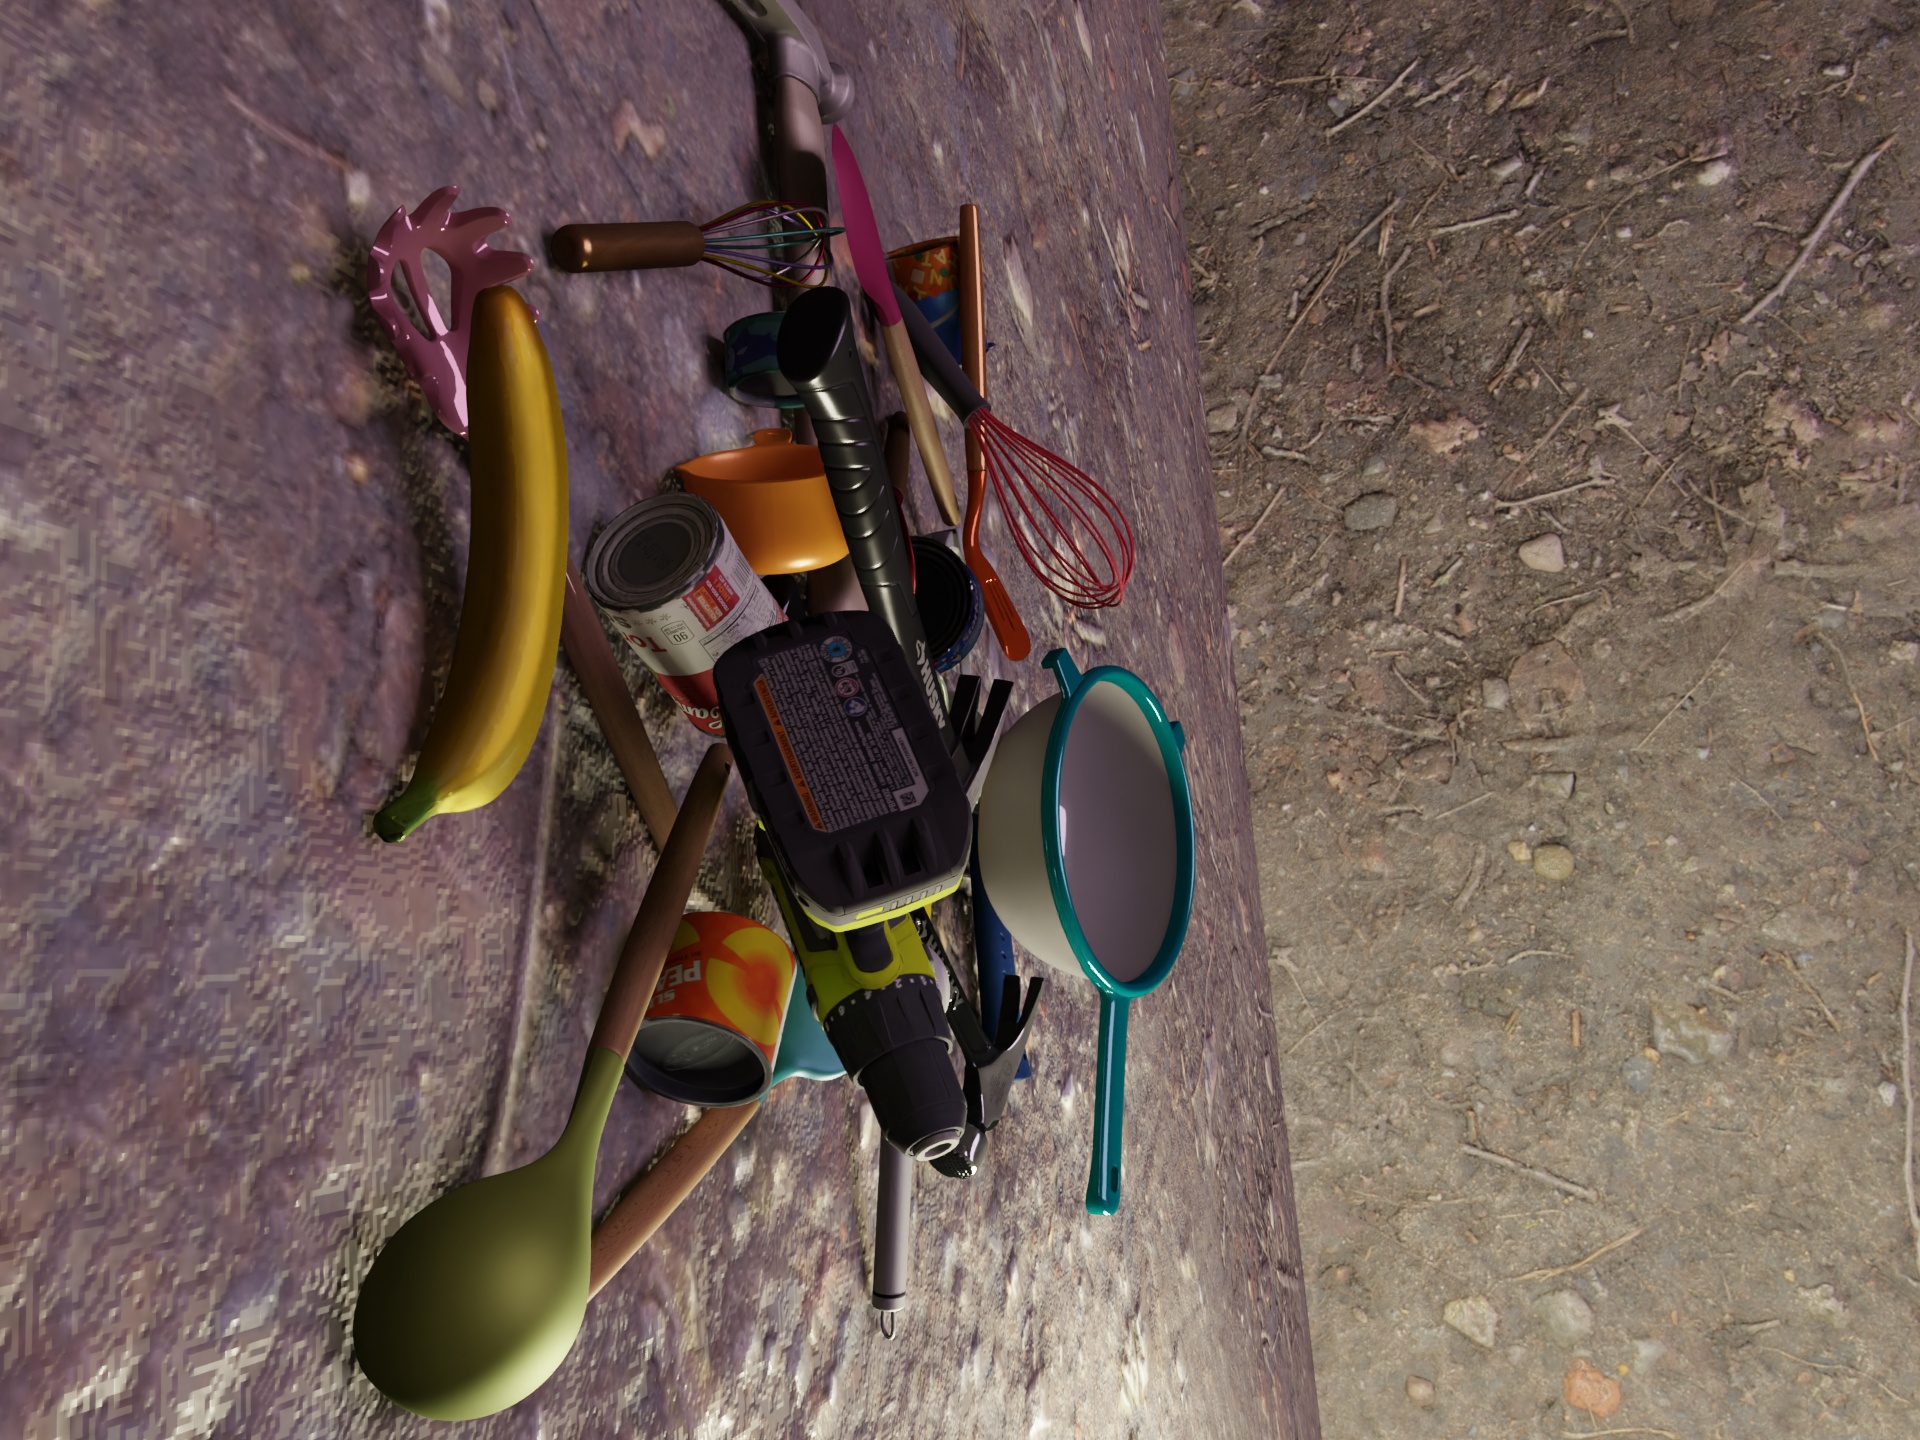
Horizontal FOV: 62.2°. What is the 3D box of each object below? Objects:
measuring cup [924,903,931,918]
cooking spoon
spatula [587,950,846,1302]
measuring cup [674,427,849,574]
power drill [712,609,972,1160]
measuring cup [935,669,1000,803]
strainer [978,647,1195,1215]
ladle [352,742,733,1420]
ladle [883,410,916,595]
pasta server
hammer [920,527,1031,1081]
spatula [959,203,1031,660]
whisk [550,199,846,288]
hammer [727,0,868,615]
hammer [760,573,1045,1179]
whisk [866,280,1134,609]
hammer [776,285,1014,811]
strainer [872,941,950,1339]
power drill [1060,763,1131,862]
[{"bbox_3d":[-0.034,0.097,1.029,0.062,0.029,0.156,4,90,-66],"label":"measuring cup"},{"bbox_3d":[-0.039,-0.244,1.046,0.318,0.017,0.069,71,14,-50],"label":"cooking spoon"},{"bbox_3d":[-0.102,0.178,0.723,0.082,0.044,0.317,56,22,-3],"label":"spatula"},{"bbox_3d":[-0.098,-0.119,0.839,0.174,0.095,0.052,-108,-165,-70],"label":"measuring cup"},{"bbox_3d":[-0.044,0.078,0.710,0.228,0.080,0.191,92,-23,-56],"label":"power drill"},{"bbox_3d":[-0.002,-0.003,1.025,0.083,0.038,0.167,49,-15,18],"label":"measuring cup"},{"bbox_3d":[0.066,0.135,1.014,0.210,0.095,0.340,27,63,-55],"label":"strainer"},{"bbox_3d":[-0.140,0.112,0.613,0.320,0.062,0.078,-79,154,-52],"label":"ladle"},{"bbox_3d":[-0.042,-0.150,1.004,0.316,0.031,0.069,-91,177,-64],"label":"ladle"},{"bbox_3d":[-0.160,-0.058,0.646,0.060,0.040,0.316,-38,128,-31],"label":"pasta server"},{"bbox_3d":[0.011,0.058,1.160,0.144,0.035,0.405,13,70,-72],"label":"hammer"},{"bbox_3d":[0.020,-0.204,1.140,0.081,0.041,0.322,-28,117,-74],"label":"spatula"},{"bbox_3d":[-0.124,-0.239,0.805,0.245,0.051,0.047,-37,131,-62],"label":"whisk"},{"bbox_3d":[-0.093,-0.230,0.949,0.146,0.038,0.411,17,66,-70],"label":"hammer"},{"bbox_3d":[-0.038,0.088,0.954,0.149,0.036,0.408,-58,137,-43],"label":"hammer"},{"bbox_3d":[0.023,-0.194,1.084,0.296,0.073,0.073,54,11,16],"label":"whisk"},{"bbox_3d":[-0.033,-0.065,0.800,0.334,0.035,0.146,76,31,-45],"label":"hammer"},{"bbox_3d":[-0.034,0.220,0.898,0.050,0.087,0.258,2,91,-39],"label":"strainer"},{"bbox_3d":[0.082,0.087,1.228,0.226,0.084,0.164,-136,-137,-87],"label":"power drill"}]
